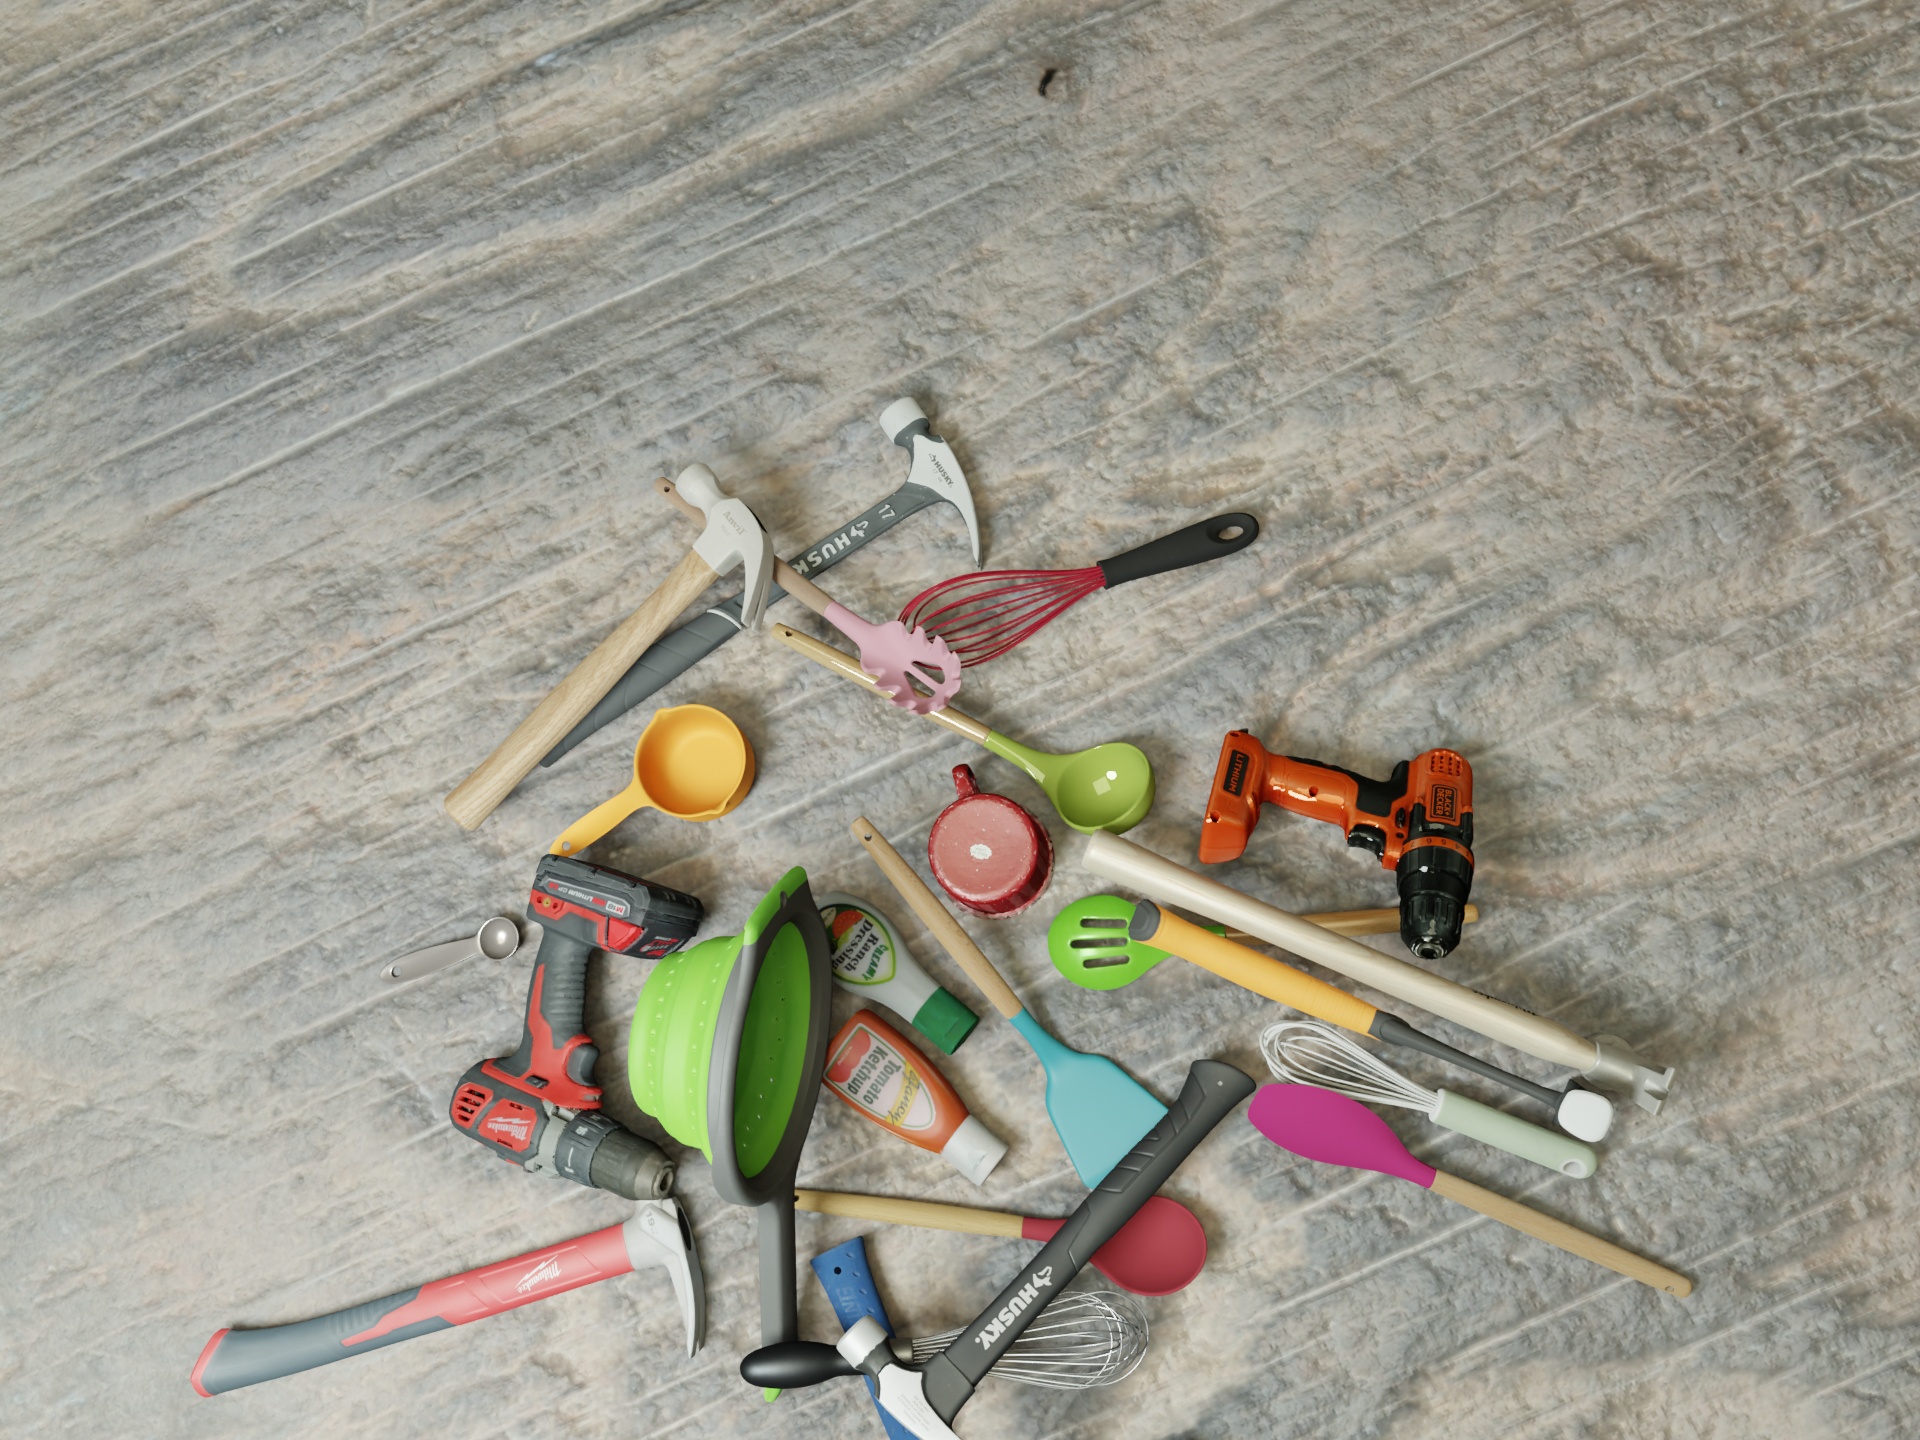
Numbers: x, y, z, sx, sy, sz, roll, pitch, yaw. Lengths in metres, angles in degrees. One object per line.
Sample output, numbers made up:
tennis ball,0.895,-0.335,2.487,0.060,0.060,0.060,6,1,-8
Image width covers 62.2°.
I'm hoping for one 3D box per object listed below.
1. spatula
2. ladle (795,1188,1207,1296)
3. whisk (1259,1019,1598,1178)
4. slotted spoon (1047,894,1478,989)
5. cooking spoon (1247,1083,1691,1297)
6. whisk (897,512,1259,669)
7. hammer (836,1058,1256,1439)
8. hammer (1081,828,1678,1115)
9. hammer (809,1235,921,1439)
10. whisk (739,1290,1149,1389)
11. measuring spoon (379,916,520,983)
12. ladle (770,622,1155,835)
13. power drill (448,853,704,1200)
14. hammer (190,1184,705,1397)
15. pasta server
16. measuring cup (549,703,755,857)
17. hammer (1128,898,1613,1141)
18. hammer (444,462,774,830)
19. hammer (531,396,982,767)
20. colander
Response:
spatula,0.026,0.194,1.150,0.082,0.044,0.317,-39,97,2
ladle,0.019,0.365,1.152,0.315,0.031,0.069,4,64,10
whisk,0.329,0.269,1.125,0.246,0.059,0.057,21,126,7
slotted spoon,0.220,0.154,1.169,0.314,0.031,0.070,-5,82,5
cooking spoon,0.354,0.330,1.110,0.319,0.017,0.068,22,124,6
whisk,0.091,-0.105,1.222,0.296,0.073,0.073,-19,77,-4
hammer,0.085,0.359,1.088,0.335,0.035,0.146,-42,70,-19
hammer,0.277,0.167,1.092,0.411,0.146,0.038,22,89,10
hammer,-0.011,0.562,1.104,0.144,0.035,0.406,-30,74,14
whisk,-0.009,0.434,1.097,0.284,0.070,0.070,-2,79,-7
measuring spoon,-0.399,0.184,1.249,0.124,0.018,0.034,-18,77,10
ladle,-0.002,-0.004,1.199,0.320,0.062,0.078,27,68,7
power drill,-0.266,0.229,1.173,0.188,0.080,0.227,15,83,26
hammer,-0.381,0.449,1.180,0.386,0.038,0.143,-18,79,3
pasta server,-0.122,-0.102,1.213,0.316,0.040,0.060,37,89,18
measuring cup,-0.238,0.059,1.233,0.173,0.052,0.095,-34,77,2
hammer,0.276,0.204,1.110,0.337,0.127,0.034,23,87,15
hammer,-0.272,-0.039,1.221,0.331,0.031,0.130,-45,69,5
hammer,-0.167,-0.087,1.261,0.409,0.036,0.149,-34,78,0
colander,-0.162,0.293,1.094,0.094,0.204,0.397,5,109,13
